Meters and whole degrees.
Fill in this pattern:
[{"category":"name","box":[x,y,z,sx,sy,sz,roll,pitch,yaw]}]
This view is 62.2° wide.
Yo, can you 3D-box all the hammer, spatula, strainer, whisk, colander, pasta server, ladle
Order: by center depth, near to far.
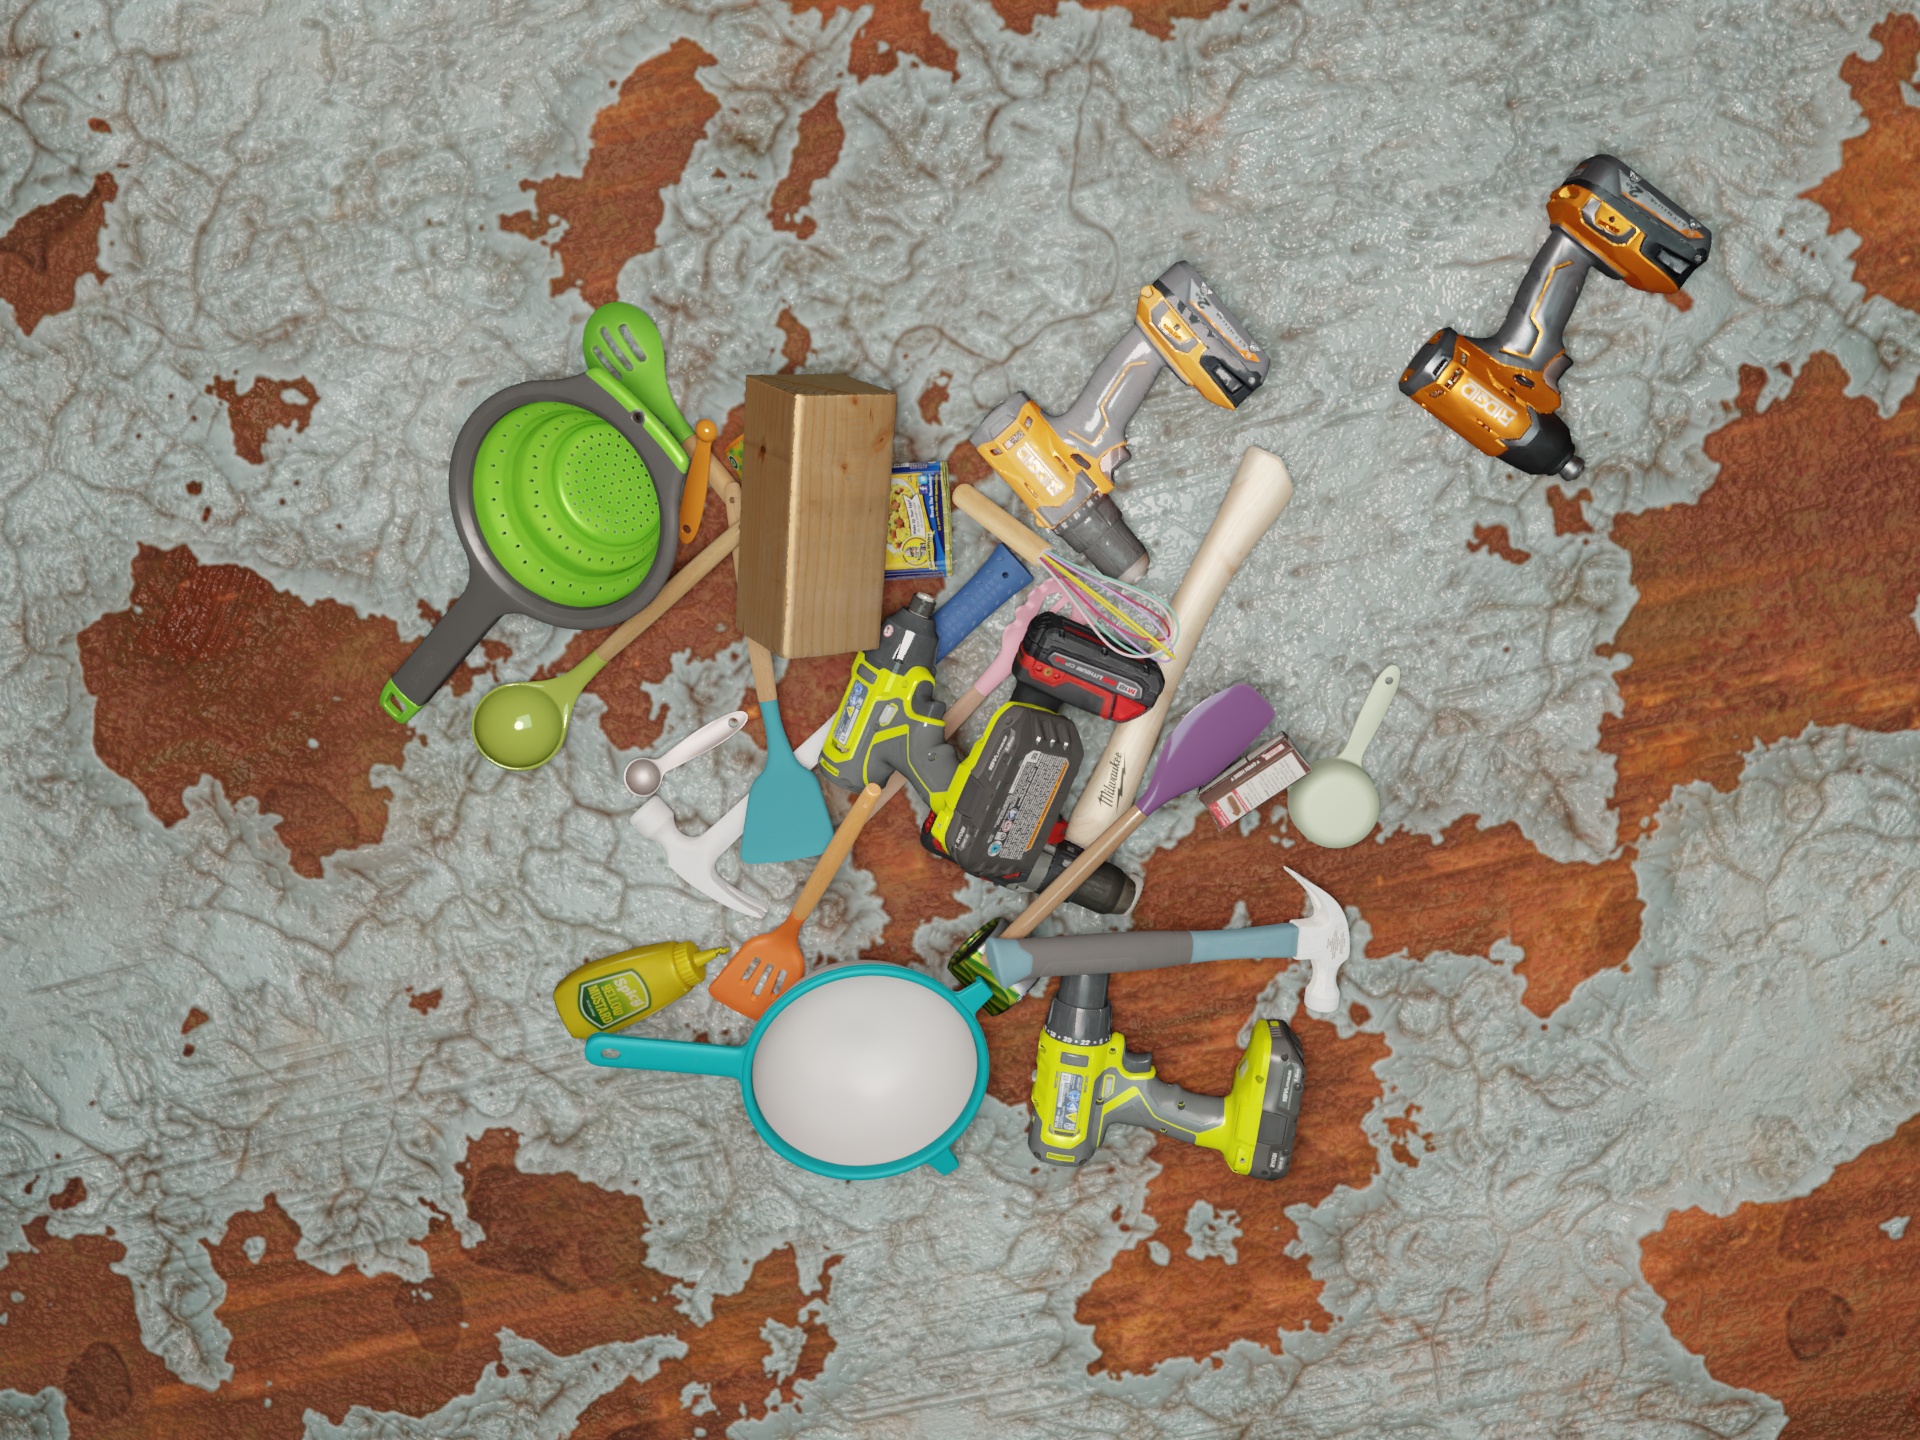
[{"category":"spatula","box":[0.127,0.089,1.286,0.059,0.018,0.316,39,102,-22]},{"category":"whisk","box":[0.083,-0.123,1.289,0.245,0.047,0.051,40,122,24]},{"category":"spatula","box":[-0.166,-0.041,1.331,0.082,0.044,0.317,-9,94,8]},{"category":"hammer","box":[0.178,0.193,1.333,0.331,0.033,0.128,-1,104,-19]},{"category":"ladle","box":[-0.288,-0.069,1.338,0.320,0.062,0.078,-39,93,17]},{"category":"spatula","box":[-0.130,0.156,1.341,0.081,0.041,0.322,27,135,-5]},{"category":"colander","box":[-0.362,-0.136,1.345,0.204,0.094,0.397,46,117,-4]},{"category":"hammer","box":[0.162,-0.042,1.351,0.146,0.038,0.410,24,100,0]},{"category":"pasta server","box":[-0.002,-0.004,1.365,0.060,0.040,0.316,42,101,-9]},{"category":"hammer","box":[-0.095,0.004,1.372,0.405,0.035,0.144,-42,95,9]},{"category":"strainer","box":[-0.148,0.279,1.376,0.340,0.095,0.211,7,109,-9]}]

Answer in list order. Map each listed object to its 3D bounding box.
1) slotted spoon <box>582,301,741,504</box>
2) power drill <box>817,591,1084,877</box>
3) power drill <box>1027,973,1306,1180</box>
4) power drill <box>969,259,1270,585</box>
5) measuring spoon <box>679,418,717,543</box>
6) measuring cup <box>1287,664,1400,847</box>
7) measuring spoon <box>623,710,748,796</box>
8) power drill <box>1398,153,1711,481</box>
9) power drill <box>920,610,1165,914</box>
[{"category":"slotted spoon","box":[-0.212,-0.218,1.344,0.070,0.031,0.313,-36,98,14]},{"category":"power drill","box":[-0.013,0.009,1.254,0.080,0.223,0.171,12,107,-44]},{"category":"power drill","box":[0.179,0.304,1.392,0.228,0.080,0.190,8,100,4]},{"category":"power drill","box":[0.146,-0.236,1.297,0.226,0.084,0.185,-40,96,13]},{"category":"measuring spoon","box":[-0.223,-0.198,1.335,0.021,0.011,0.116,23,122,8]},{"category":"measuring cup","box":[0.337,0.032,1.352,0.083,0.038,0.167,22,102,-1]},{"category":"measuring spoon","box":[-0.239,0.027,1.397,0.124,0.018,0.034,-31,86,1]},{"category":"power drill","box":[0.483,-0.310,1.266,0.164,0.084,0.226,36,104,-4]},{"category":"power drill","box":[0.091,0.044,1.315,0.188,0.080,0.226,23,104,-6]}]
